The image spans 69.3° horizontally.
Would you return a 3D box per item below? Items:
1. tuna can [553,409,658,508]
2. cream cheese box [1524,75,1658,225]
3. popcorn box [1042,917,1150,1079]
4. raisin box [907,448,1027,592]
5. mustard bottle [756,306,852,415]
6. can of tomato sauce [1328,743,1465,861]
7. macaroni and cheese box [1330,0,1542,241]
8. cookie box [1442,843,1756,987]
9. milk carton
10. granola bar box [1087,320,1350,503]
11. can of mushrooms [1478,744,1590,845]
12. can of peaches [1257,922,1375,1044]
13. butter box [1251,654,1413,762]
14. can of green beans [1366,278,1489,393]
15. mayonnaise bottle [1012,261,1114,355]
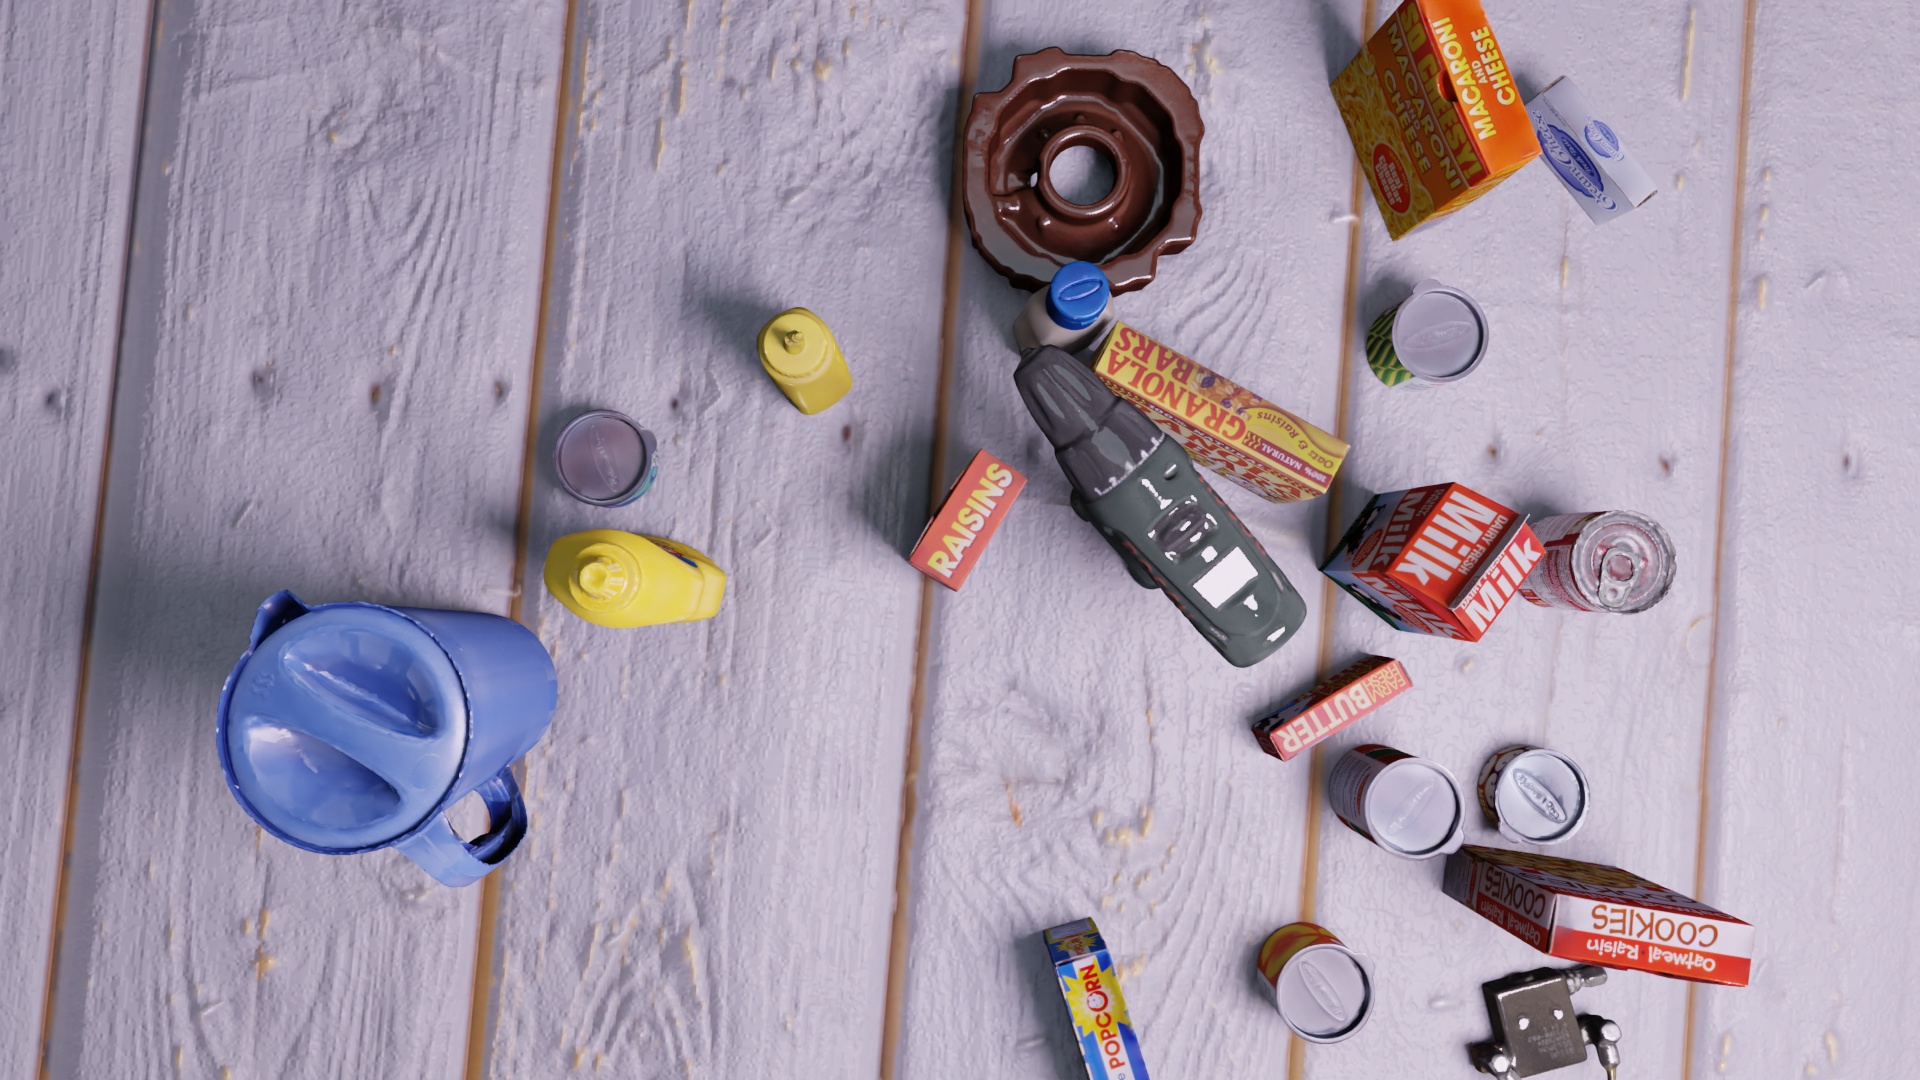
[{"bbox_3d":[-0.240,-0.056,0.952,0.071,0.033,0.071,0,88,-2],"label":"tuna can"},{"bbox_3d":[0.435,-0.271,0.970,0.024,0.053,0.104,-39,90,-2],"label":"cream cheese box"},{"bbox_3d":[0.094,0.324,0.922,0.038,0.085,0.126,-17,89,-2],"label":"popcorn box"},{"bbox_3d":[0.003,-0.011,0.912,0.040,0.123,0.086,33,88,-1],"label":"raisin box"},{"bbox_3d":[-0.104,-0.120,0.895,0.049,0.160,0.065,-35,90,-2],"label":"mustard bottle"},{"bbox_3d":[0.293,0.175,0.935,0.071,0.083,0.071,0,88,-2],"label":"can of tomato sauce"},{"bbox_3d":[0.305,-0.277,0.910,0.040,0.166,0.123,-22,89,-2],"label":"macaroni and cheese box"},{"bbox_3d":[0.402,0.237,0.893,0.123,0.167,0.040,9,88,-1],"label":"cookie box"},{"bbox_3d":[0.303,0.014,0.887,0.073,0.190,0.072,37,88,0],"label":"milk carton"},{"bbox_3d":[0.160,-0.080,0.919,0.165,0.124,0.039,28,88,-1],"label":"granola bar box"},{"bbox_3d":[0.395,0.177,0.962,0.071,0.033,0.071,0,88,-2],"label":"can of mushrooms"},{"bbox_3d":[0.241,0.297,0.941,0.071,0.058,0.071,0,88,-2],"label":"can of peaches"},{"bbox_3d":[0.253,0.114,0.951,0.103,0.053,0.024,-30,89,-2],"label":"butter box"},{"bbox_3d":[0.321,-0.138,0.960,0.071,0.058,0.071,0,88,-2],"label":"can of green beans"},{"bbox_3d":[0.070,-0.149,0.907,0.065,0.148,0.041,-20,89,-2],"label":"mayonnaise bottle"}]
